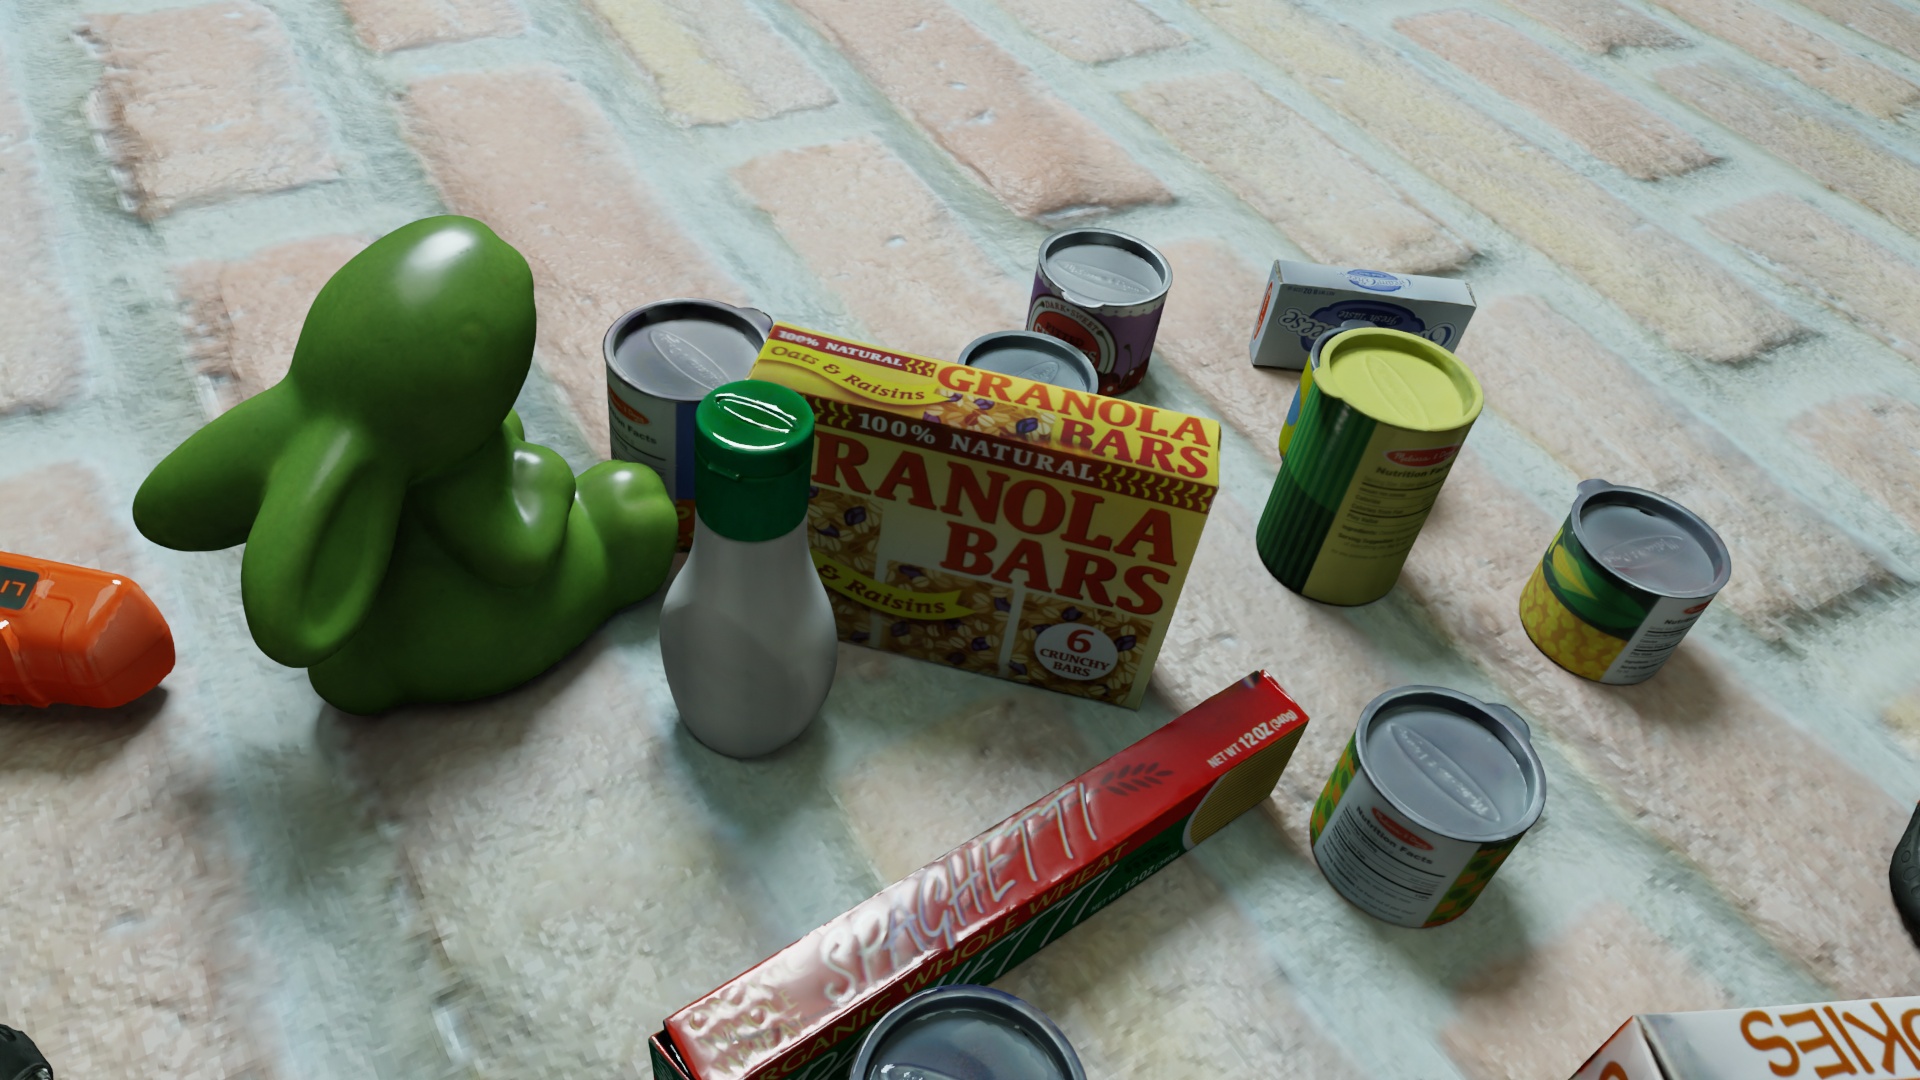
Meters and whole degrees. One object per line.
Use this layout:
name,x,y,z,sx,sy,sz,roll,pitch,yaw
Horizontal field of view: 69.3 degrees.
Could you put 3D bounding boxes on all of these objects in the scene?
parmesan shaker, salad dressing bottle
parmesan shaker,0.168,-0.030,0.592,0.071,0.102,0.072,5,44,-5
salad dressing bottle,-0.071,0.013,0.472,0.064,0.146,0.044,22,45,12

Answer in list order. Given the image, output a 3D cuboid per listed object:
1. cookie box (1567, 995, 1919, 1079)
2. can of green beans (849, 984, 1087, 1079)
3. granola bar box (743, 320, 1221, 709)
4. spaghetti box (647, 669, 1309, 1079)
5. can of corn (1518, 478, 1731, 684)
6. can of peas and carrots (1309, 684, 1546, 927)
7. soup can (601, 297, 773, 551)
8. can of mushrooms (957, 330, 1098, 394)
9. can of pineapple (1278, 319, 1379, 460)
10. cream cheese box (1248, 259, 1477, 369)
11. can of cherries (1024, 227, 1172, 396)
cookie box,0.194,0.171,0.349,0.123,0.166,0.040,0,45,-11
can of green beans,-0.001,0.169,0.391,0.071,0.057,0.071,5,44,-5
granola bar box,0.002,-0.007,0.522,0.166,0.123,0.039,13,44,3
spaghetti box,0.017,0.115,0.455,0.251,0.049,0.029,-24,54,-30
can of corn,0.282,0.017,0.597,0.071,0.058,0.071,5,44,-5
can of peas and carrots,0.167,0.094,0.498,0.071,0.058,0.071,5,44,-5
soup can,-0.109,-0.048,0.572,0.071,0.083,0.072,5,44,-5
can of mushrooms,0.031,-0.065,0.651,0.071,0.033,0.071,5,44,-5
can of pineapple,0.191,-0.061,0.660,0.071,0.057,0.071,5,44,-5
cream cheese box,0.206,-0.112,0.718,0.104,0.053,0.024,5,45,-5
can of cherries,0.065,-0.112,0.687,0.071,0.058,0.072,5,44,-5
